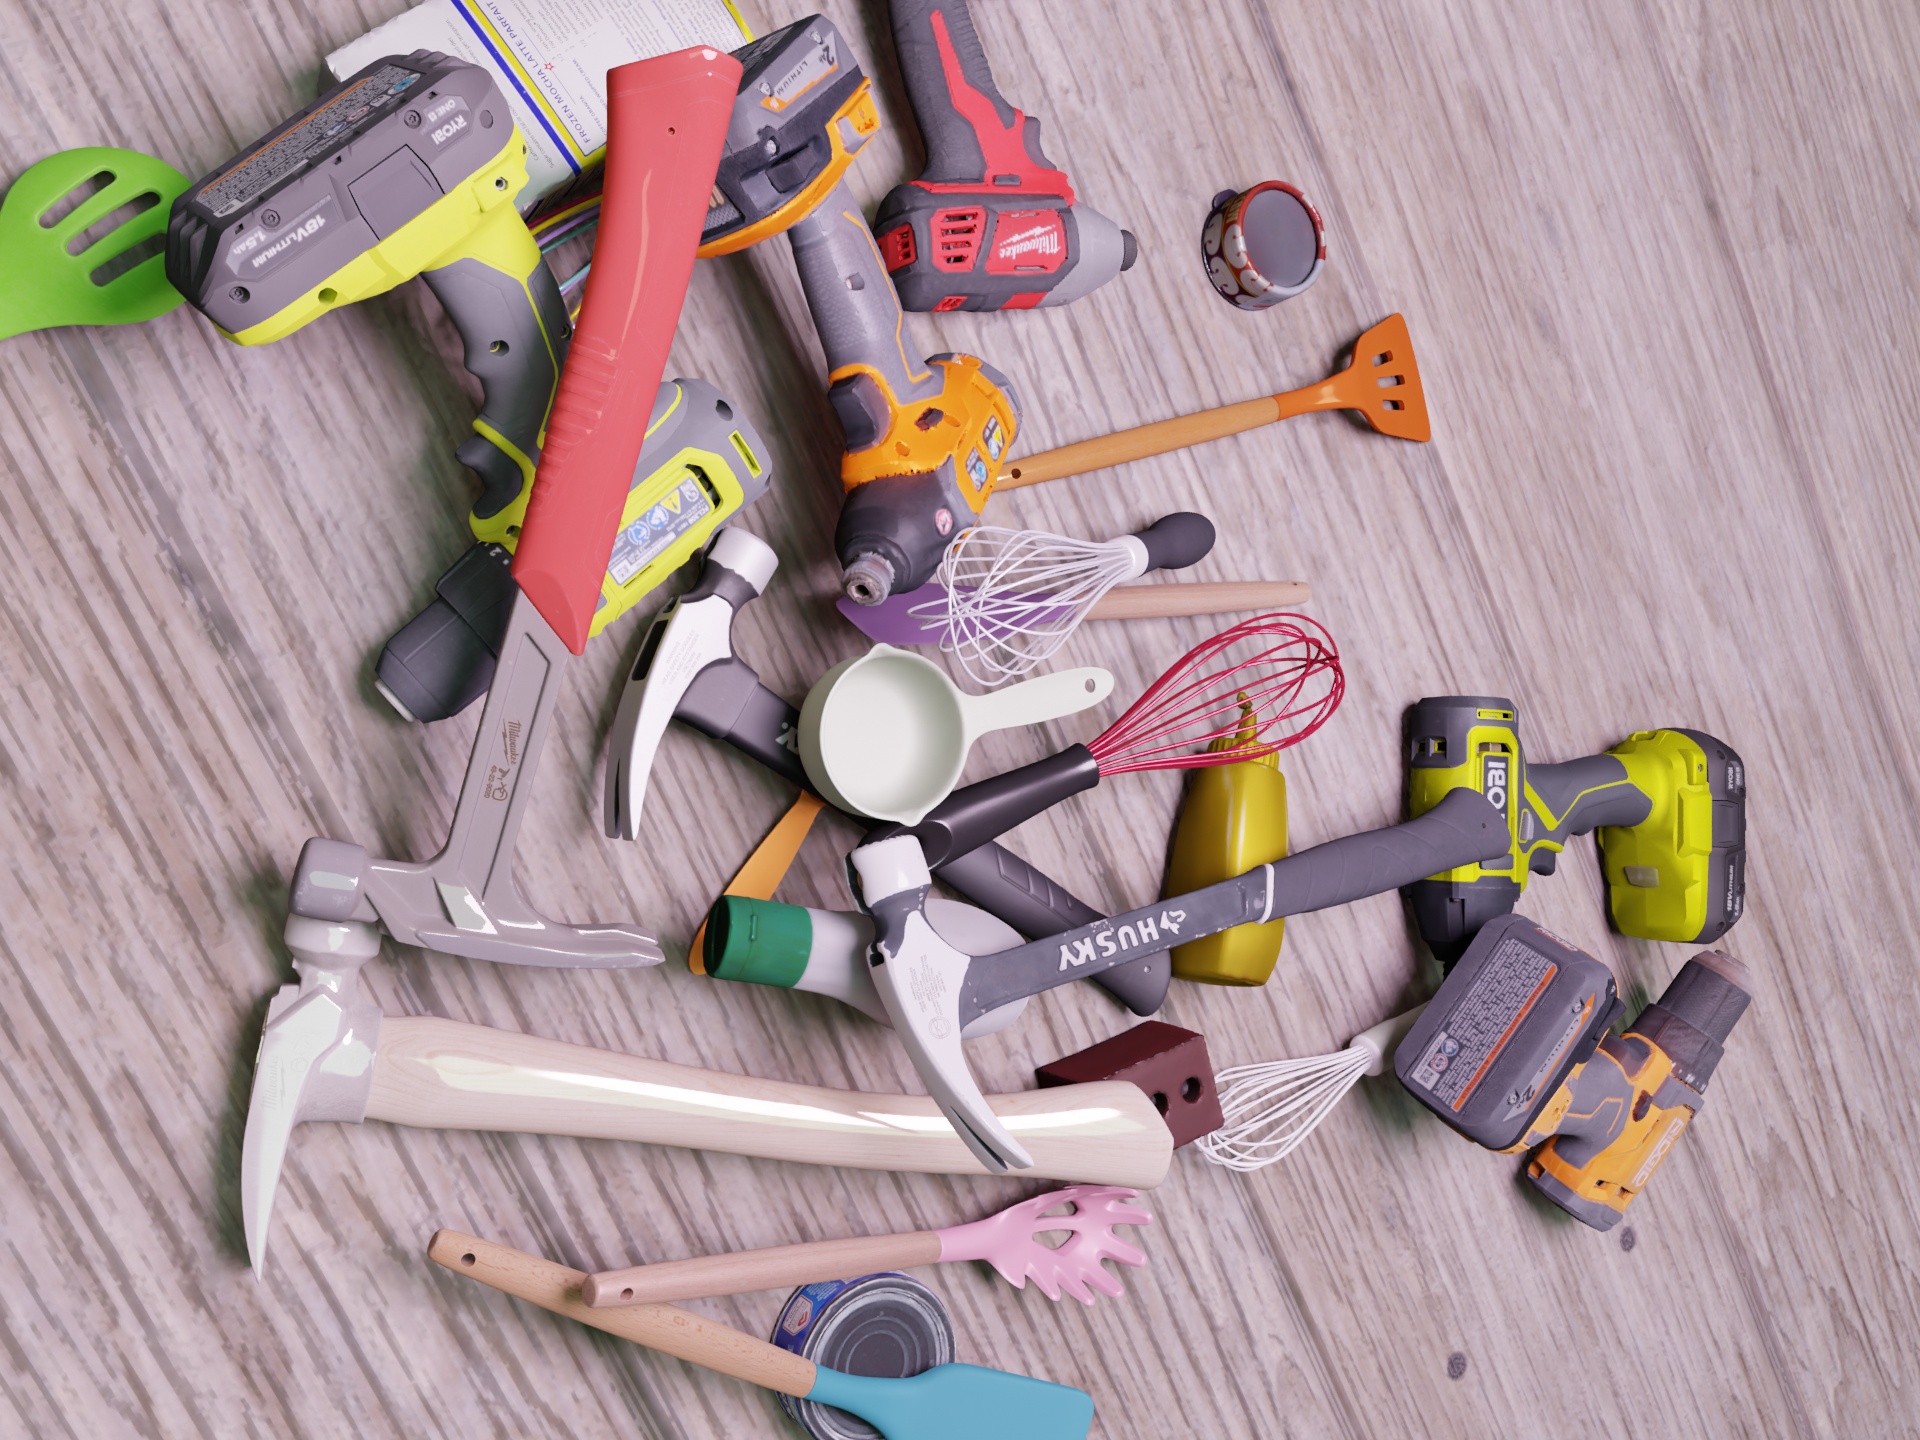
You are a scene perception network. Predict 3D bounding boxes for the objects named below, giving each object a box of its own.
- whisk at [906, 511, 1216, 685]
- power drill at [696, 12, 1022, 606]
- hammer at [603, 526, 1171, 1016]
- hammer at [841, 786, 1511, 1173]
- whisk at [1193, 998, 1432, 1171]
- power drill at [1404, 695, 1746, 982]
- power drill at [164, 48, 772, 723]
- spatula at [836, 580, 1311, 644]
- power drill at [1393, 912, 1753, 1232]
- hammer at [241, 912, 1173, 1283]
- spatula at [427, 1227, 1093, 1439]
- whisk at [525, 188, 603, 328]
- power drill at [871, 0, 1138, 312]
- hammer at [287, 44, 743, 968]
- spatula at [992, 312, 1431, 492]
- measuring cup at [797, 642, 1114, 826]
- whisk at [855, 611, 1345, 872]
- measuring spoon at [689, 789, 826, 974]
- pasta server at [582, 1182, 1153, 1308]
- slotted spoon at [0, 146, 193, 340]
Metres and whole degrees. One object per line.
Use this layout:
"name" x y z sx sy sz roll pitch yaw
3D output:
"whisk" 0.064 -0.074 0.769 0.284 0.070 0.070 -24 101 -57
"power drill" -0.054 -0.167 0.695 0.226 0.084 0.164 60 34 -31
"hammer" -0.019 0.060 0.773 0.334 0.035 0.146 36 72 -26
"hammer" 0.137 0.094 0.779 0.408 0.036 0.149 -11 77 -35
"whisk" 0.225 0.194 0.908 0.246 0.059 0.057 -17 133 -32
"power drill" 0.371 0.076 0.974 0.223 0.080 0.171 3 86 -25
"power drill" -0.200 -0.122 0.635 0.190 0.080 0.228 -42 133 -14
"spatula" 0.073 -0.061 0.824 0.315 0.060 0.018 -6 125 -37
"power drill" 0.368 0.188 0.921 0.226 0.084 0.185 33 92 -39
"hammer" -0.095 0.184 0.705 0.410 0.038 0.146 11 84 -20
"spatula" -0.083 0.281 0.690 0.317 0.044 0.082 31 78 -26
"whisk" -0.135 -0.243 0.733 0.245 0.051 0.047 -47 124 -27
"power drill" 0.018 -0.317 0.798 0.143 0.078 0.219 -9 95 -27
"hammer" -0.141 -0.074 0.614 0.149 0.037 0.359 13 103 -25
"spatula" 0.150 -0.167 0.893 0.322 0.041 0.081 -18 96 -24
"measuring cup" -0.001 -0.002 0.744 0.167 0.038 0.083 -14 96 -34
"whisk" 0.078 0.016 0.784 0.296 0.073 0.073 -23 99 -24
"measuring spoon" -0.095 0.070 0.757 0.021 0.011 0.117 40 74 -25
"pasta server" -0.028 0.247 0.731 0.316 0.040 0.060 10 89 -43
"slotted spoon" -0.408 -0.111 0.584 0.314 0.031 0.070 -47 109 -20
